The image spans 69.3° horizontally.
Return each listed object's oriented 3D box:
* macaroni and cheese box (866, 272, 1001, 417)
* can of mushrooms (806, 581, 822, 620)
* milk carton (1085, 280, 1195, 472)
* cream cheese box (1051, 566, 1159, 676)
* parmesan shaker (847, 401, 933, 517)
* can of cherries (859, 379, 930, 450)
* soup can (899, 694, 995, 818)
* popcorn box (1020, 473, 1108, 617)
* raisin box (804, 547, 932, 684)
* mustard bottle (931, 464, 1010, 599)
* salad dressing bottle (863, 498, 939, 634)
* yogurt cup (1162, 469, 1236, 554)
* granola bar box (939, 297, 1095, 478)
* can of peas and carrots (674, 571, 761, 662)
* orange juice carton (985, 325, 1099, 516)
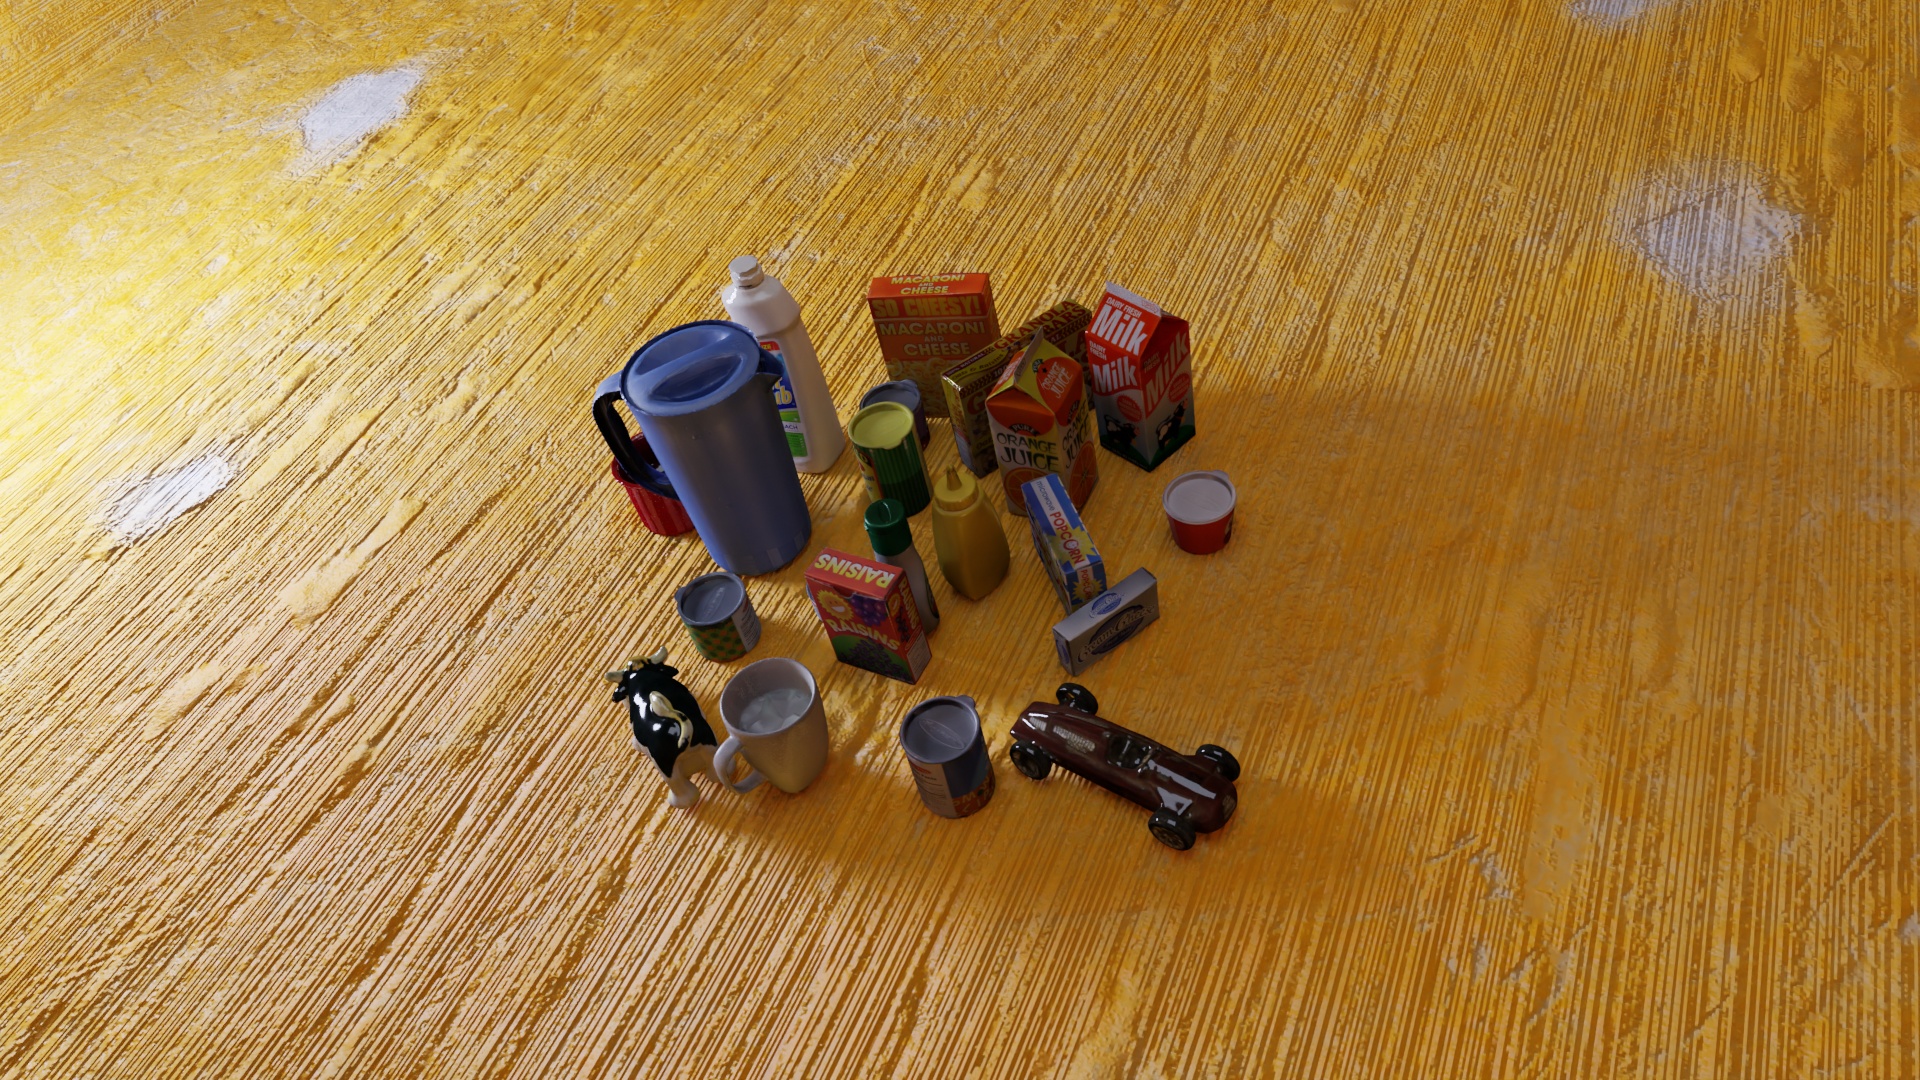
[{"bbox_3d":[-0.019,-0.202,1.453,0.124,0.165,0.040,0,47,14],"label":"macaroni and cheese box"},{"bbox_3d":[-0.109,0.048,1.327,0.071,0.033,0.071,-7,46,7],"label":"can of mushrooms"},{"bbox_3d":[0.176,-0.166,1.354,0.074,0.189,0.072,-39,50,-22],"label":"milk carton"},{"bbox_3d":[0.131,0.072,1.231,0.104,0.053,0.024,-32,48,-17],"label":"cream cheese box"},{"bbox_3d":[-0.068,-0.077,1.389,0.071,0.102,0.072,-7,46,7],"label":"parmesan shaker"},{"bbox_3d":[-0.067,-0.127,1.467,0.071,0.058,0.072,-7,46,7],"label":"can of cherries"},{"bbox_3d":[-0.008,0.177,1.143,0.071,0.083,0.072,-7,46,7],"label":"soup can"},{"bbox_3d":[0.097,0.011,1.277,0.038,0.084,0.127,-19,45,-4],"label":"popcorn box"},{"bbox_3d":[-0.081,0.068,1.238,0.086,0.122,0.040,15,52,26],"label":"raisin box"},{"bbox_3d":[0.005,-0.016,1.272,0.049,0.159,0.065,30,60,35],"label":"mustard bottle"},{"bbox_3d":[-0.054,0.026,1.255,0.044,0.147,0.064,-17,45,-3],"label":"salad dressing bottle"},{"bbox_3d":[0.225,-0.024,1.301,0.072,0.053,0.073,-7,46,7],"label":"yogurt cup"},{"bbox_3d":[0.065,-0.156,1.417,0.166,0.123,0.039,-32,48,-17],"label":"granola bar box"},{"bbox_3d":[-0.230,0.073,1.315,0.071,0.058,0.071,-7,46,7],"label":"can of peas and carrots"},{"bbox_3d":[0.077,-0.109,1.321,0.073,0.191,0.072,12,51,24],"label":"orange juice carton"}]
